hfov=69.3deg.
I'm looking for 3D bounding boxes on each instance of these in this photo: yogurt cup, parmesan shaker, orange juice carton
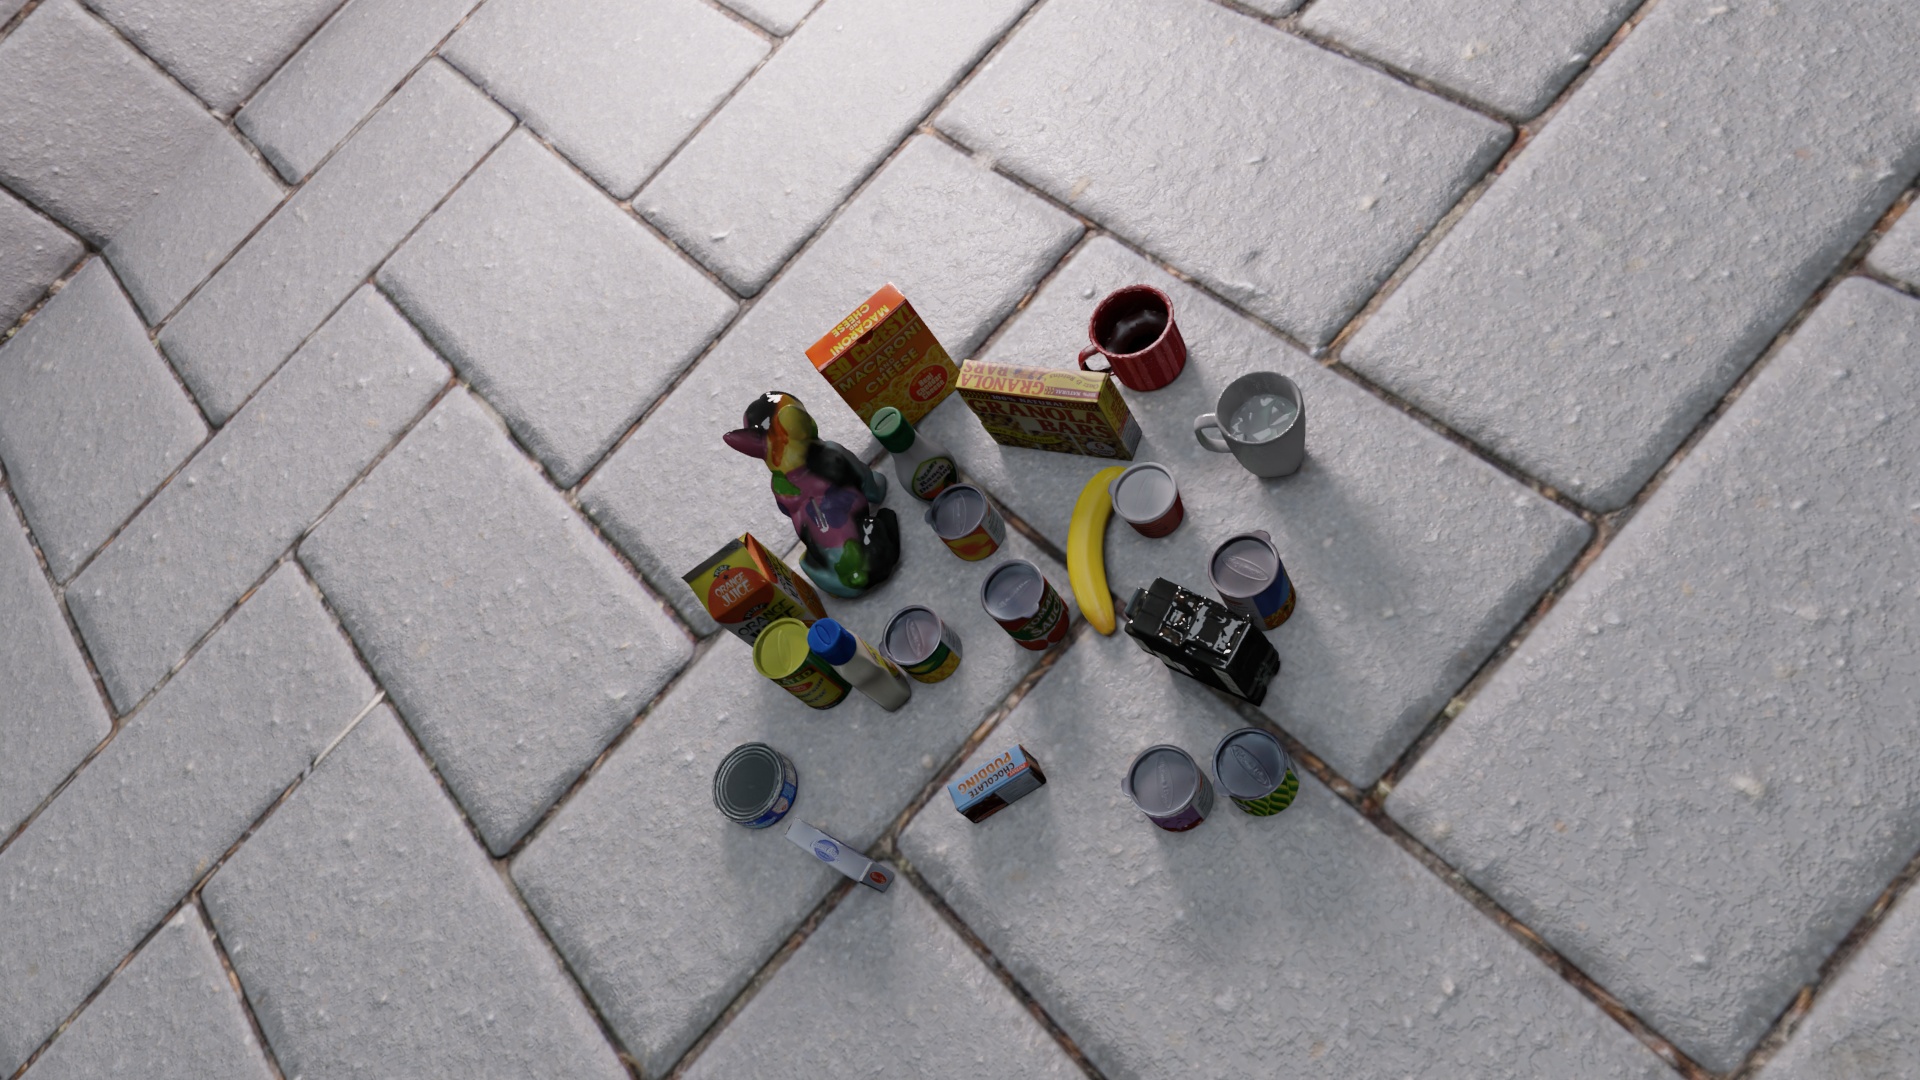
[{"bbox_3d":[0.192,-0.038,1.401,0.072,0.053,0.073,-11,60,20],"label":"yogurt cup"},{"bbox_3d":[-0.160,0.129,1.446,0.071,0.103,0.071,-11,60,20],"label":"parmesan shaker"},{"bbox_3d":[-0.213,0.058,1.454,0.072,0.192,0.073,-34,55,6],"label":"orange juice carton"}]

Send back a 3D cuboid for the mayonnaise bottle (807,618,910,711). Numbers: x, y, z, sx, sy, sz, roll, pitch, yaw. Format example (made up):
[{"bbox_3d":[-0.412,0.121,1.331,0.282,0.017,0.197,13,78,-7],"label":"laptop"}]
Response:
[{"bbox_3d":[-0.103,0.122,1.396,0.041,0.147,0.065,-40,55,1],"label":"mayonnaise bottle"}]

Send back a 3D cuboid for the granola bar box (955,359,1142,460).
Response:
[{"bbox_3d":[0.093,-0.136,1.456,0.165,0.124,0.039,9,69,29],"label":"granola bar box"}]

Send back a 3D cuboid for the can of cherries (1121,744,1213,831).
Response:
[{"bbox_3d":[0.188,0.225,1.260,0.071,0.058,0.072,-11,60,20],"label":"can of cherries"}]

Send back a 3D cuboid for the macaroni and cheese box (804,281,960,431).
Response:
[{"bbox_3d":[-0.080,-0.192,1.541,0.124,0.166,0.040,-40,55,1],"label":"macaroni and cheese box"}]

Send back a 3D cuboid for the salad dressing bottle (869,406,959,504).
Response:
[{"bbox_3d":[-0.050,-0.091,1.485,0.064,0.147,0.044,-41,55,1],"label":"salad dressing bottle"}]

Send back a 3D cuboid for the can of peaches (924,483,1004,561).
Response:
[{"bbox_3d":[0.005,-0.018,1.475,0.071,0.058,0.071,-11,60,20],"label":"can of peaches"}]

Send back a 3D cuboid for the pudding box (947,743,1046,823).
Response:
[{"bbox_3d":[0.035,0.234,1.332,0.083,0.049,0.030,-32,55,7],"label":"pudding box"}]

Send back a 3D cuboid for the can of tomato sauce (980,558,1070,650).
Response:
[{"bbox_3d":[0.067,0.066,1.386,0.071,0.083,0.071,-11,60,20],"label":"can of tomato sauce"}]

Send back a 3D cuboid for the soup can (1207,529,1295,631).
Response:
[{"bbox_3d":[0.276,0.038,1.303,0.071,0.083,0.071,-11,60,20],"label":"soup can"}]

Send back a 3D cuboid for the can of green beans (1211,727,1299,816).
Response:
[{"bbox_3d":[0.263,0.207,1.235,0.071,0.057,0.071,-11,60,20],"label":"can of green beans"}]

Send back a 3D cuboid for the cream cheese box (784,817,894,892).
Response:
[{"bbox_3d":[-0.119,0.309,1.362,0.104,0.053,0.024,22,75,32],"label":"cream cheese box"}]

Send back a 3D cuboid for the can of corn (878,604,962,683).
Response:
[{"bbox_3d":[-0.041,0.109,1.429,0.071,0.058,0.071,-11,60,20],"label":"can of corn"}]
